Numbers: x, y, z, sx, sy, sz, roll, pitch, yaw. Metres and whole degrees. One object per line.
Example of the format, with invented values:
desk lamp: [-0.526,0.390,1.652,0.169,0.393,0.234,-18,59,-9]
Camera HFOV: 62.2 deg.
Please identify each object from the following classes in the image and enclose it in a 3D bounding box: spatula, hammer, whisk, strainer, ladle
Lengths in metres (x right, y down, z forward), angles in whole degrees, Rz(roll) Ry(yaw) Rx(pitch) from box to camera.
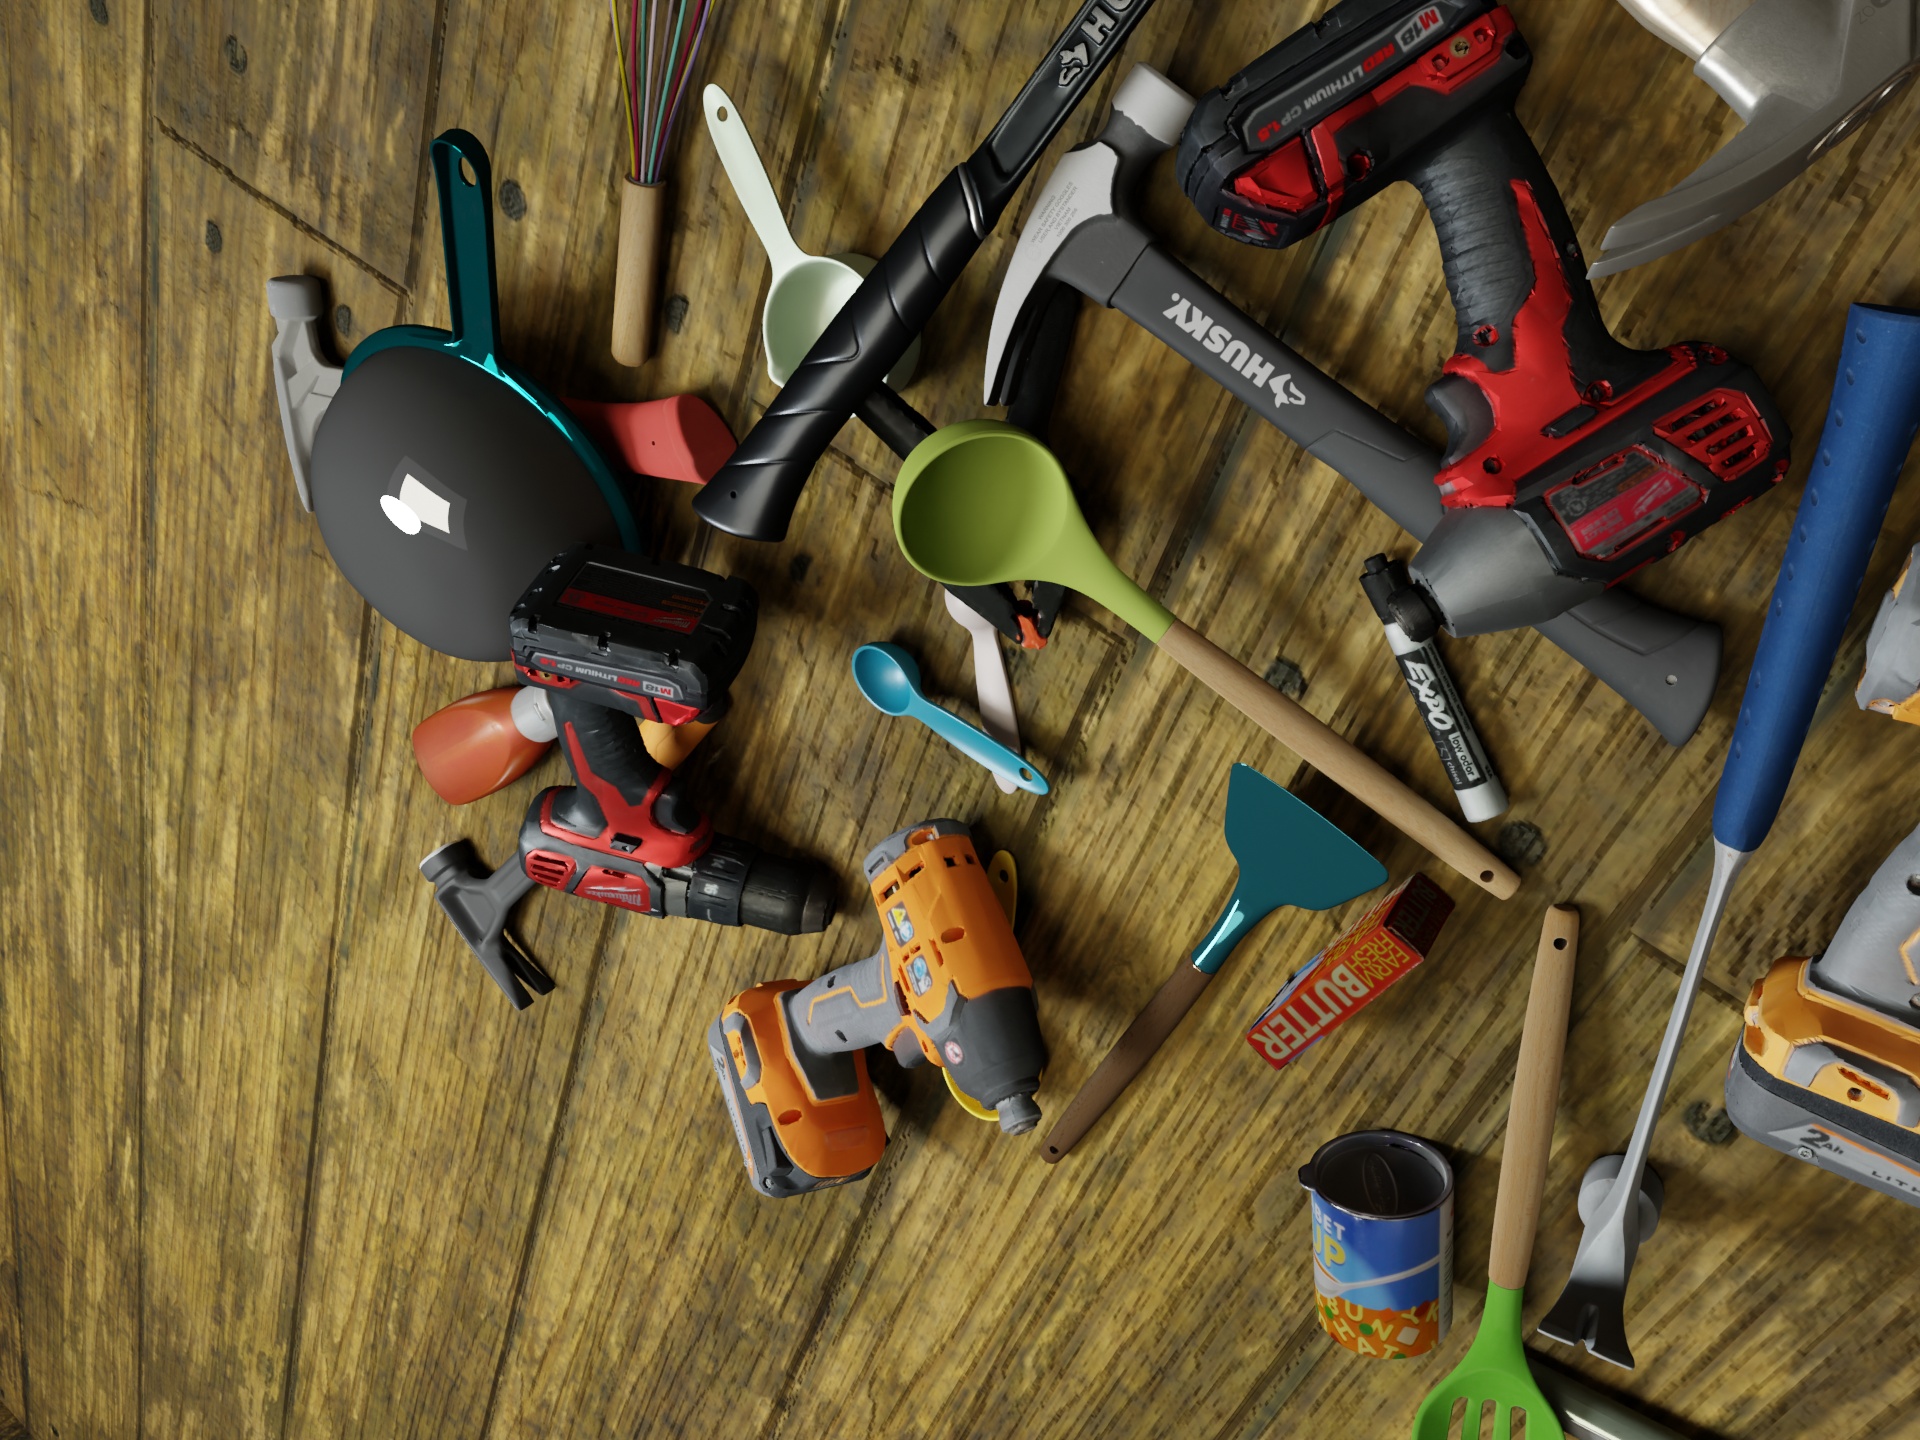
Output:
spatula: [0.104,0.141,0.796,0.082,0.044,0.317,38,129,11]
hammer: [0.128,-0.321,0.515,0.146,0.038,0.411,-39,74,-1]
hammer: [0.157,-0.105,0.636,0.335,0.035,0.146,40,112,10]
hammer: [0.013,-0.228,0.634,0.149,0.036,0.409,47,115,12]
hammer: [-0.241,0.071,1.017,0.337,0.034,0.127,-39,85,40]
hammer: [0.284,0.055,0.587,0.035,0.144,0.405,17,113,24]
hammer: [-0.278,-0.170,0.931,0.359,0.037,0.149,15,119,30]
whisk: [0.349,0.349,0.717,0.246,0.059,0.057,20,149,32]
whisk: [-0.149,-0.287,0.784,0.051,0.047,0.244,40,134,30]
strainer: [-0.275,-0.142,0.836,0.211,0.095,0.340,29,143,9]
ladle: [0.108,-0.019,0.682,0.320,0.062,0.078,37,117,2]

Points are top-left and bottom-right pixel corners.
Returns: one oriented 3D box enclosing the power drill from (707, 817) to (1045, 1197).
power drill: [-0.042,0.178,0.866,0.226,0.084,0.164,-45,57,39]

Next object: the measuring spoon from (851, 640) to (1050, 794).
measuring spoon: [-0.001,-0.003,0.817,0.129,0.021,0.042,34,140,20]

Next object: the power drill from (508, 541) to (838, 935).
power drill: [-0.155,0.027,0.876,0.188,0.080,0.226,14,132,7]

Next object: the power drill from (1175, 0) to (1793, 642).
power drill: [0.174,-0.140,0.564,0.143,0.078,0.219,-33,91,8]

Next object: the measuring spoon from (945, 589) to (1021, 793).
measuring spoon: [0.013,-0.018,0.804,0.034,0.018,0.124,3,113,34]

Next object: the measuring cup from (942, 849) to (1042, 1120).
measuring cup: [0.024,0.143,0.873,0.062,0.029,0.156,16,107,36]

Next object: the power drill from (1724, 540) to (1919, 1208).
power drill: [0.383,0.066,0.542,0.185,0.084,0.226,21,117,25]

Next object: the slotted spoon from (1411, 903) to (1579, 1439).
slotted spoon: [0.253,0.230,0.719,0.070,0.031,0.313,6,106,14]

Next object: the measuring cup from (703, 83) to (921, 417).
measuring cup: [-0.073,-0.226,0.759,0.083,0.038,0.167,-22,95,40]
